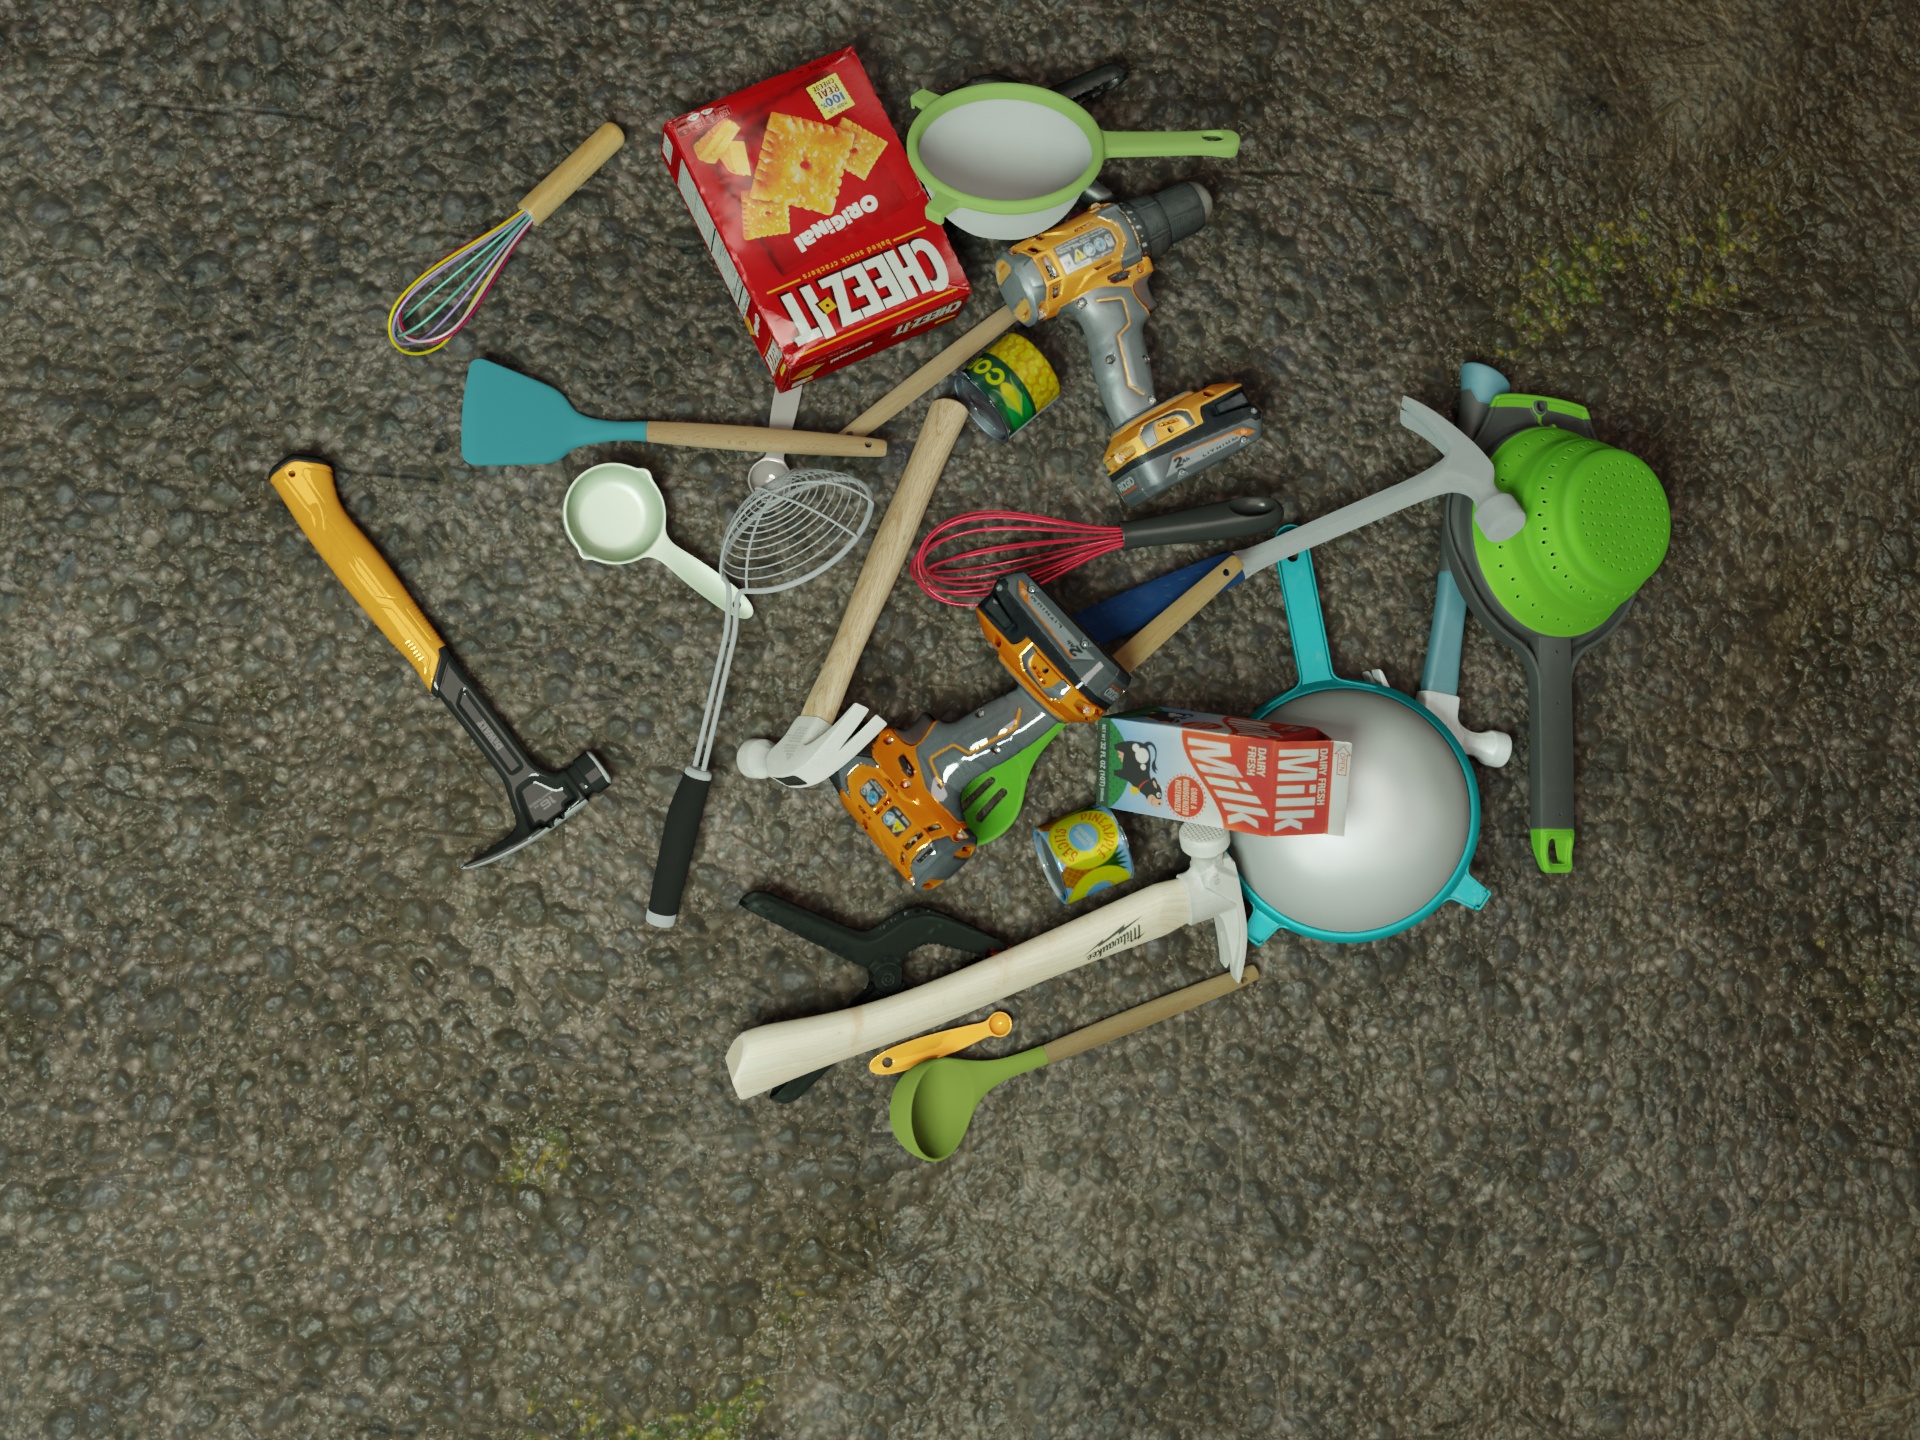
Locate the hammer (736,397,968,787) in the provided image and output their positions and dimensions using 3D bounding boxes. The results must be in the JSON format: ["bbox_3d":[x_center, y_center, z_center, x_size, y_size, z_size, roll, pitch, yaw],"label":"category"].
[{"bbox_3d":[-0.066,-0.102,1.219,0.031,0.130,0.331,33,72,-35],"label":"hammer"}]

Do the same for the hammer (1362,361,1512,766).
[{"bbox_3d":[0.415,-0.134,1.325,0.128,0.033,0.331,10,85,-9],"label":"hammer"}]

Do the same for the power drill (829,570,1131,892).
[{"bbox_3d":[-0.002,-0.004,1.201,0.226,0.084,0.164,-45,72,8],"label":"power drill"}]

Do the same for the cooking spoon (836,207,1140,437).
[{"bbox_3d":[0.023,-0.314,1.280,0.319,0.017,0.069,-39,93,-10],"label":"cooking spoon"}]

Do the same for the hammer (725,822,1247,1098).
[{"bbox_3d":[0.025,0.203,1.205,0.410,0.038,0.146,-20,121,-9],"label":"hammer"}]

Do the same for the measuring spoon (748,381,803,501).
[{"bbox_3d":[-0.141,-0.229,1.254,0.034,0.018,0.124,11,78,-5],"label":"measuring spoon"}]

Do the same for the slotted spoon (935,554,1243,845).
[{"bbox_3d":[0.098,-0.018,1.232,0.314,0.031,0.070,-42,94,8],"label":"slotted spoon"}]

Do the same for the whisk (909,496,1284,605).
[{"bbox_3d":[0.106,-0.141,1.241,0.296,0.073,0.073,-9,88,-1],"label":"whisk"}]

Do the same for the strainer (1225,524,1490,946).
[{"bbox_3d":[0.290,0.004,1.242,0.211,0.095,0.340,-10,83,7],"label":"strainer"}]

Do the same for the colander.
[{"bbox_3d":[0.501,-0.076,1.281,0.204,0.094,0.397,2,86,-23],"label":"colander"}]

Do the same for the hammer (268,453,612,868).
[{"bbox_3d":[-0.410,-0.051,1.187,0.127,0.034,0.337,-36,92,-10],"label":"hammer"}]

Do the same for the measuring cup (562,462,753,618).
[{"bbox_3d":[-0.231,-0.130,1.225,0.167,0.038,0.083,37,81,-19],"label":"measuring cup"}]

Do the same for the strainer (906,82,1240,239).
[{"bbox_3d":[0.086,-0.423,1.233,0.256,0.069,0.152,-4,56,-5],"label":"strainer"}]

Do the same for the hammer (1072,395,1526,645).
[{"bbox_3d":[0.228,-0.131,1.263,0.405,0.035,0.144,-23,60,-1],"label":"hammer"}]

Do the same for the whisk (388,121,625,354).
[{"bbox_3d":[-0.346,-0.370,1.218,0.245,0.051,0.047,-49,115,-13],"label":"whisk"}]

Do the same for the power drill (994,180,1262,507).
[{"bbox_3d":[0.155,-0.307,1.266,0.185,0.084,0.226,-29,92,-12],"label":"power drill"}]

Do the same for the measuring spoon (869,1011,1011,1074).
[{"bbox_3d":[-0.016,0.253,1.245,0.117,0.011,0.021,-18,89,-6],"label":"measuring spoon"}]

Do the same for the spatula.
[{"bbox_3d":[-0.215,-0.221,1.216,0.317,0.044,0.082,3,81,-3],"label":"spatula"}]

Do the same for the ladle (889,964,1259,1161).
[{"bbox_3d":[0.094,0.256,1.239,0.320,0.062,0.078,-19,108,-13],"label":"ladle"}]

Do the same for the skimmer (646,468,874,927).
[{"bbox_3d":[-0.159,-0.016,1.201,0.090,0.127,0.363,7,102,-42],"label":"skimmer"}]
